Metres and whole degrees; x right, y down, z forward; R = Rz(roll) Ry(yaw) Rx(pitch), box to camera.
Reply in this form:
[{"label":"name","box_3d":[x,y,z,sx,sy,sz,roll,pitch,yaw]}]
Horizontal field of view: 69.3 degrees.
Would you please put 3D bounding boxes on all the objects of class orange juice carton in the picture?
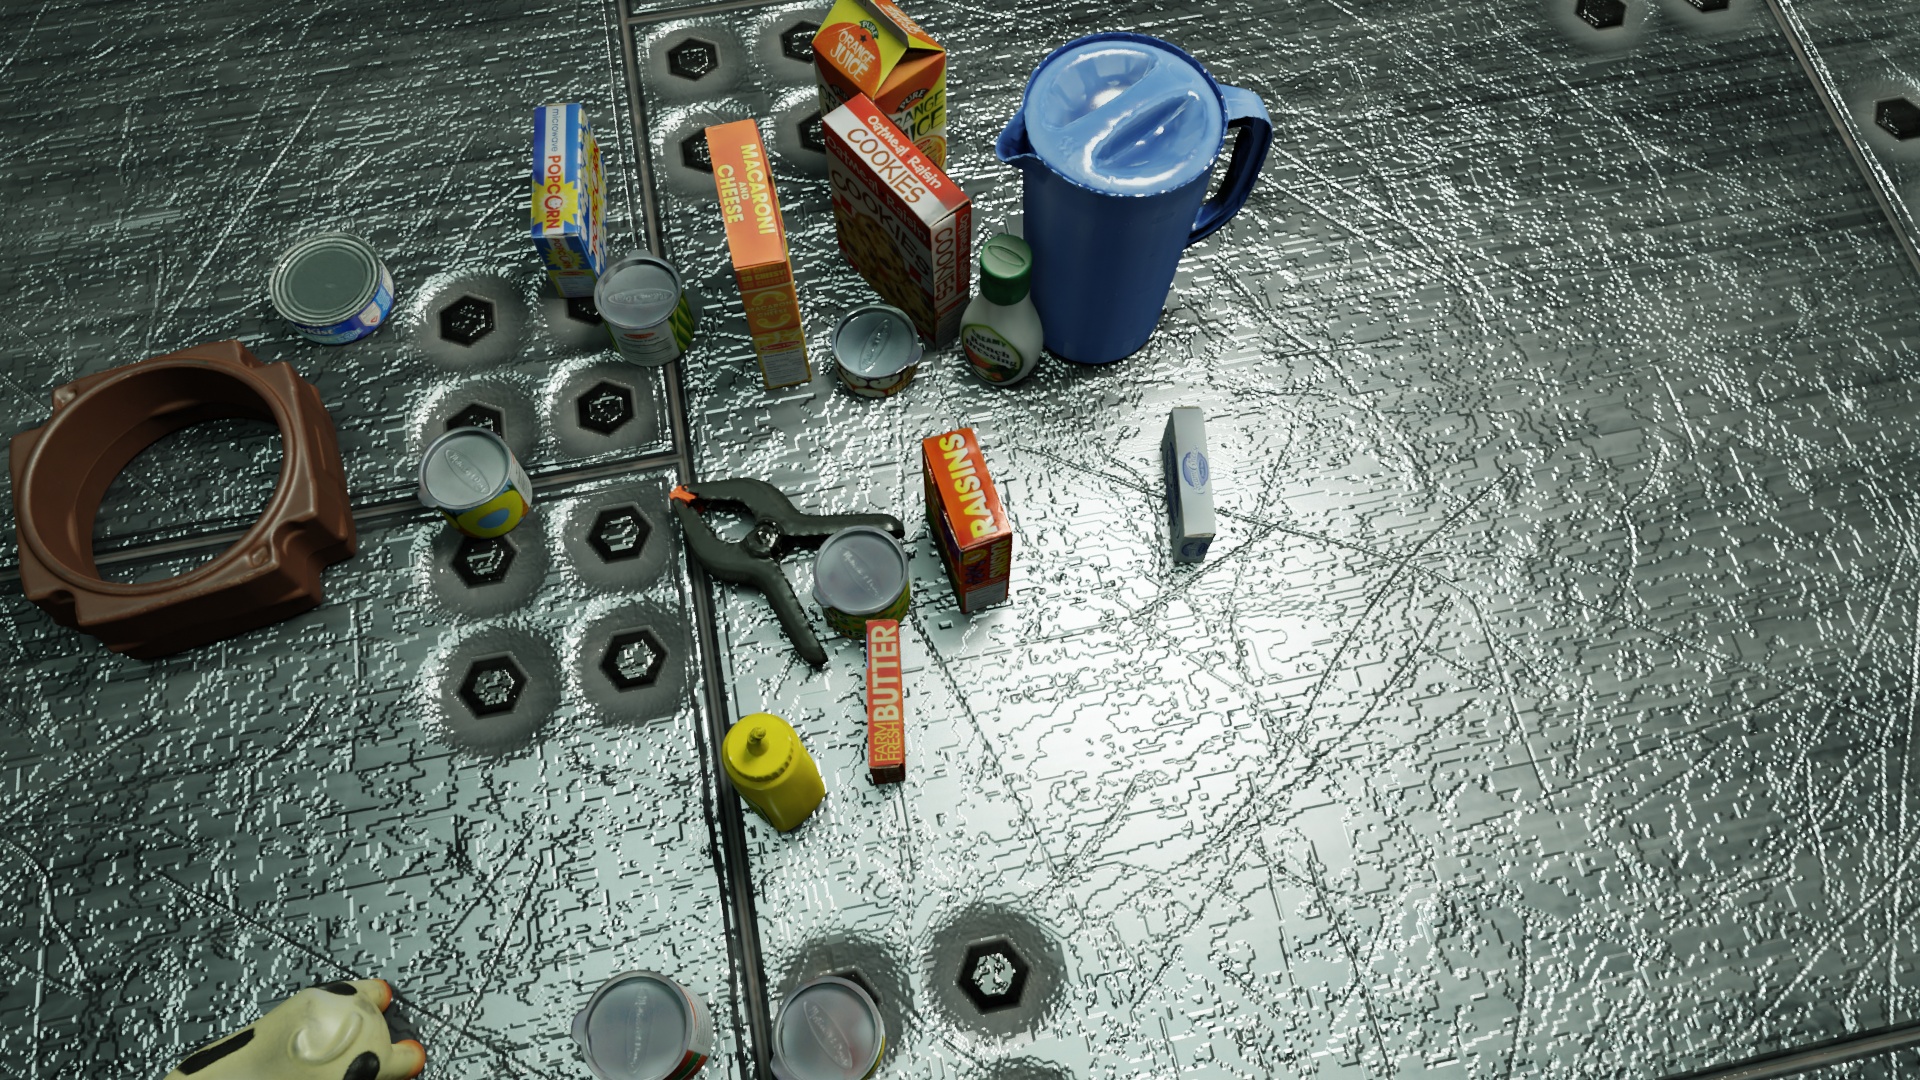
[{"label":"orange juice carton","box_3d":[-0.060,-0.341,1.066,0.073,0.192,0.072,-39,72,-15]}]

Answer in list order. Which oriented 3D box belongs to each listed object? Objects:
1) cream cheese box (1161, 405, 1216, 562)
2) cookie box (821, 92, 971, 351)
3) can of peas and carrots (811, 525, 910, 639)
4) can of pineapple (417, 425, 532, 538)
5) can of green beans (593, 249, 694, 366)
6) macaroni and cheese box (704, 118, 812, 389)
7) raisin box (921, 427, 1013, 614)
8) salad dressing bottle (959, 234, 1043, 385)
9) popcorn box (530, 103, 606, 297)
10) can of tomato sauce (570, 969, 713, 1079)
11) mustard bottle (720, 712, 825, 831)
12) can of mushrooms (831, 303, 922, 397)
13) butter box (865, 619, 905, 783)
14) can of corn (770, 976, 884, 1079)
[{"label":"cream cheese box","box_3d":[0.166,-0.040,1.014,0.024,0.053,0.104,-2,67,-1]},{"label":"cookie box","box_3d":[-0.045,-0.233,1.034,0.040,0.166,0.123,-38,72,-15]},{"label":"can of peas and carrots","box_3d":[-0.070,0.032,0.978,0.071,0.058,0.071,0,67,0]},{"label":"can of pineapple","box_3d":[-0.353,-0.041,1.009,0.071,0.057,0.071,0,67,0]},{"label":"can of green beans","box_3d":[-0.242,-0.176,1.067,0.071,0.057,0.071,0,67,0]},{"label":"macaroni and cheese box","box_3d":[-0.146,-0.207,1.022,0.040,0.165,0.124,-12,68,-5]},{"label":"raisin box","box_3d":[0.003,-0.012,0.963,0.040,0.123,0.086,-17,68,-7]},{"label":"salad dressing bottle","box_3d":[0.031,-0.168,1.017,0.064,0.147,0.044,29,70,11]},{"label":"popcorn box","box_3d":[-0.306,-0.266,1.091,0.038,0.085,0.127,-5,67,-2]},{"label":"can of tomato sauce","box_3d":[-0.192,0.301,0.849,0.071,0.082,0.071,0,67,0]},{"label":"mustard bottle","box_3d":[-0.122,0.140,0.877,0.049,0.159,0.065,-42,73,-16]},{"label":"can of mushrooms","box_3d":[-0.063,-0.145,1.068,0.071,0.033,0.071,0,67,0]},{"label":"butter box","box_3d":[-0.051,0.110,0.948,0.024,0.053,0.104,-3,67,-1]},{"label":"can of corn","box_3d":[-0.082,0.309,0.860,0.071,0.058,0.071,0,67,0]}]
